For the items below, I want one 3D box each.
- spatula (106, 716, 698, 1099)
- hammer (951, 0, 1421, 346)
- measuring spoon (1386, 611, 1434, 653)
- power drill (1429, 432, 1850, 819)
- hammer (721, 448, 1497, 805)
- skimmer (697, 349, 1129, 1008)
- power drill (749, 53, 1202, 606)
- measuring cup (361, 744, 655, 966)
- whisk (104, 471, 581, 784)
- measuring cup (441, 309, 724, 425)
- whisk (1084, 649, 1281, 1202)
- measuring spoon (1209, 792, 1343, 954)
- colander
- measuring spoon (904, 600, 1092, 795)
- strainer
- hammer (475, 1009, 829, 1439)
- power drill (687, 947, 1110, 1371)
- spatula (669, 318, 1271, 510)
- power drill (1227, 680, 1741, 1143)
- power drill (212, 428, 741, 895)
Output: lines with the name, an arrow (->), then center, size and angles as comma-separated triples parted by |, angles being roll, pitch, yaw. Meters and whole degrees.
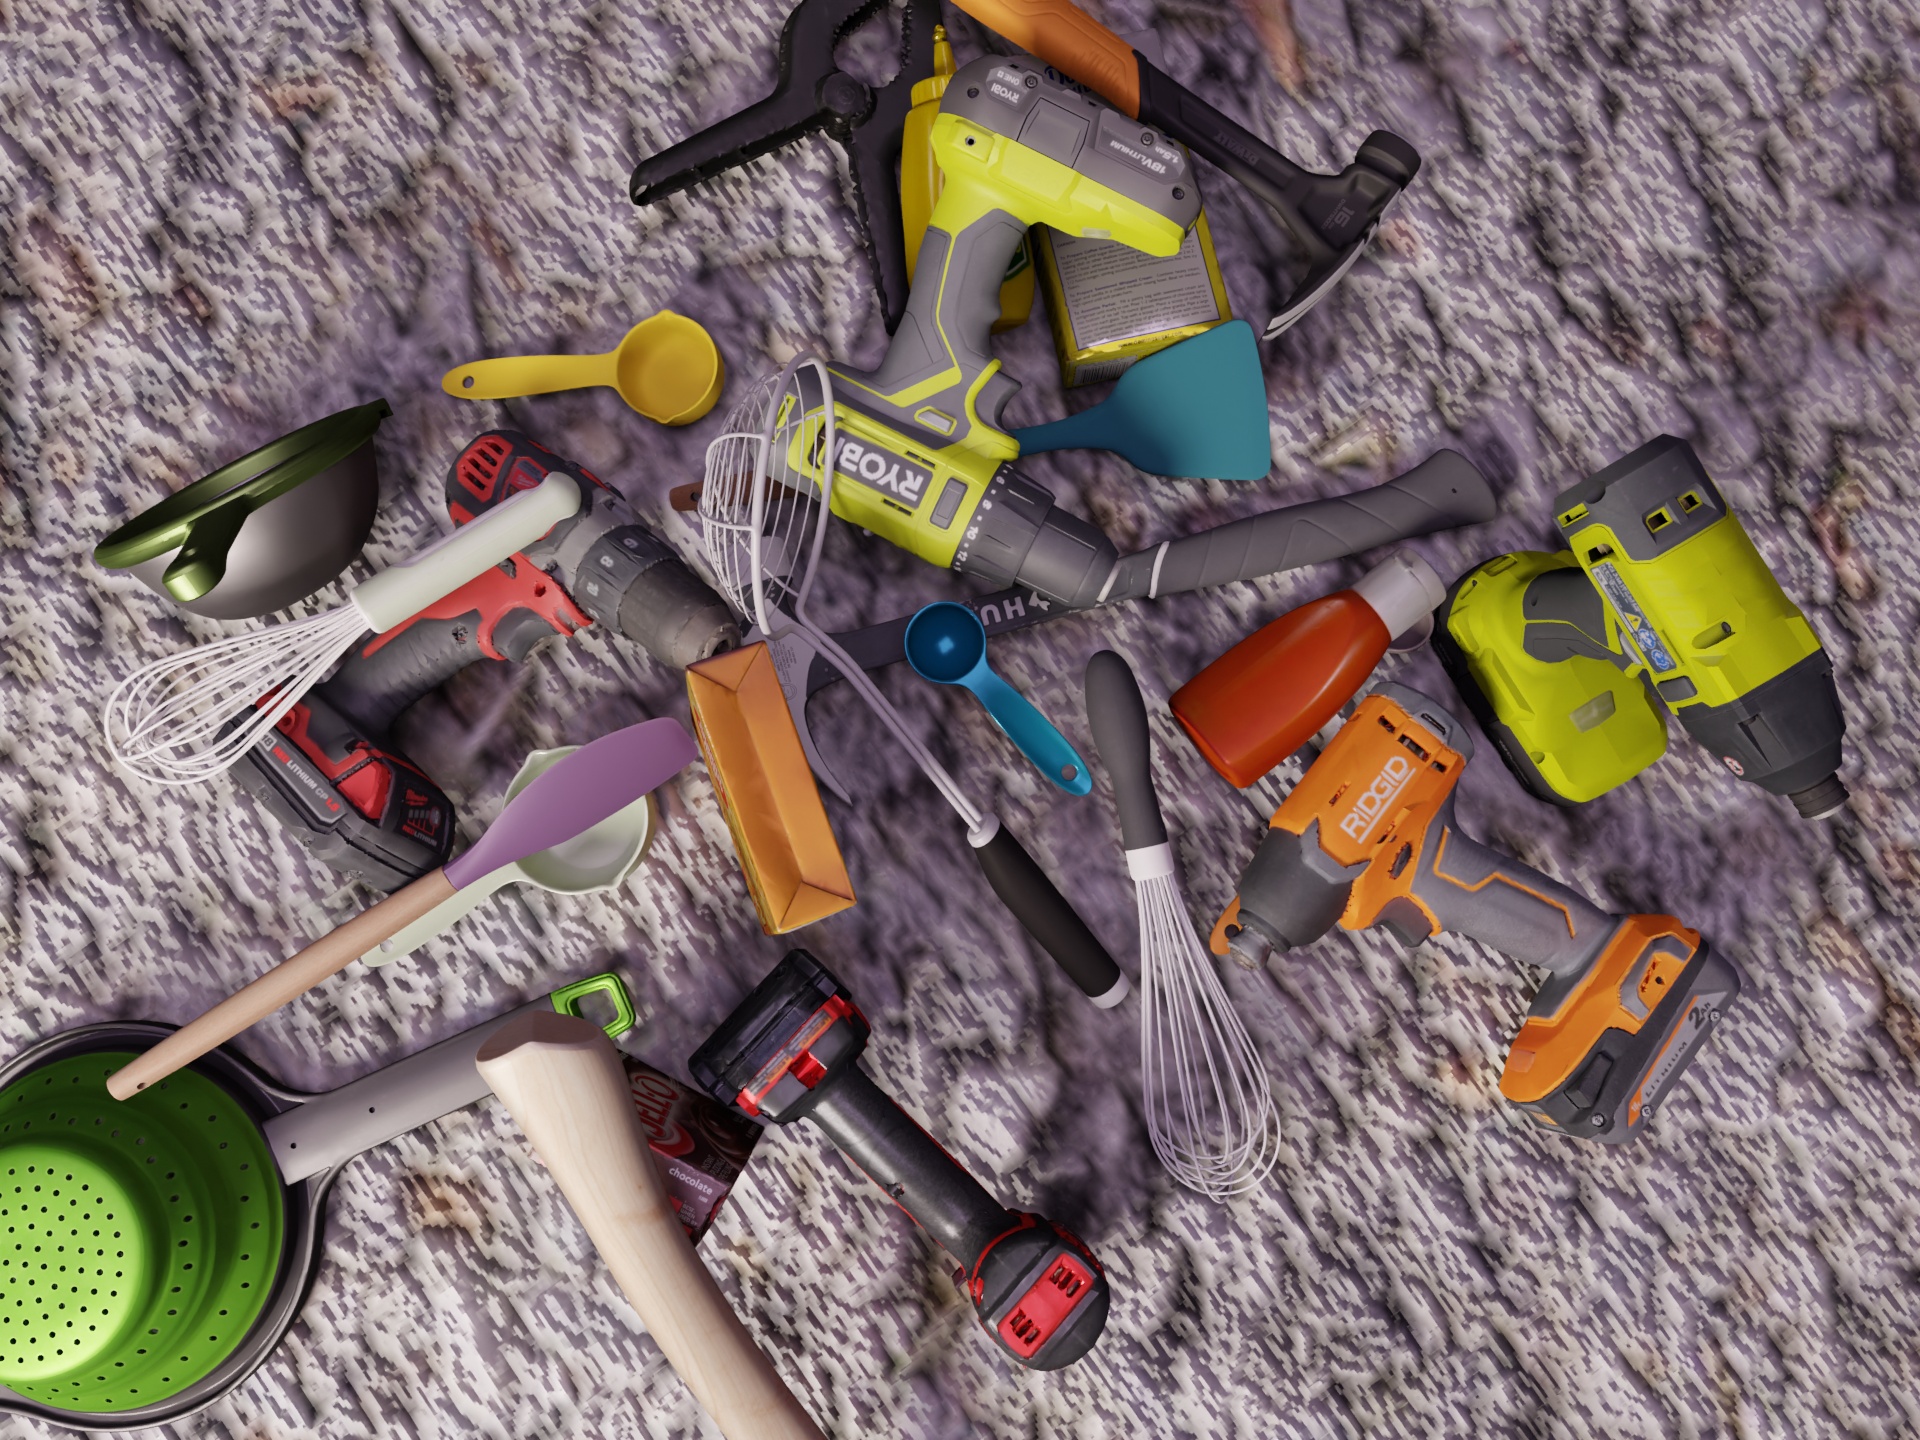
spatula -> -0.267, 0.089, 0.761 | 0.316, 0.059, 0.018 | -33, 58, -4
hammer -> 0.069, -0.338, 0.831 | 0.337, 0.034, 0.127 | 37, 81, 4
measuring spoon -> 0.200, -0.025, 0.857 | 0.124, 0.018, 0.034 | -34, 64, 2
power drill -> 0.316, -0.026, 0.753 | 0.080, 0.223, 0.171 | -30, 86, -4
hammer -> 0.088, -0.070, 0.847 | 0.409, 0.036, 0.149 | -15, 86, -3
skimmer -> -0.001, -0.002, 0.754 | 0.090, 0.127, 0.363 | -28, 113, 26
power drill -> 0.026, -0.182, 0.782 | 0.190, 0.080, 0.228 | 26, 100, 1
measuring cup -> -0.233, 0.077, 0.822 | 0.167, 0.038, 0.083 | -34, 83, -1
whisk -> -0.287, -0.048, 0.749 | 0.246, 0.058, 0.059 | -33, 109, -7
measuring cup -> -0.203, -0.184, 0.861 | 0.156, 0.029, 0.062 | -2, 84, 10
whisk -> 0.104, 0.103, 0.809 | 0.070, 0.070, 0.284 | -12, 87, -3
measuring spoon -> 0.173, 0.080, 0.844 | 0.021, 0.011, 0.117 | 43, 85, 3
colander -> -0.351, 0.219, 0.774 | 0.397, 0.094, 0.204 | -24, 85, -4
measuring spoon -> 0.021, -0.009, 0.818 | 0.042, 0.021, 0.128 | -45, 98, -5
strainer -> -0.330, -0.078, 0.751 | 0.151, 0.257, 0.069 | -29, 115, -6
hammer -> -0.108, 0.306, 0.719 | 0.146, 0.038, 0.410 | -28, 110, -4
power drill -> -0.022, 0.215, 0.767 | 0.220, 0.143, 0.078 | 42, 80, 9
spatula -> 0.000, -0.143, 0.841 | 0.317, 0.044, 0.082 | -10, 101, 2
power drill -> 0.253, 0.110, 0.803 | 0.226, 0.084, 0.164 | 40, 81, 3
power drill -> -0.233, -0.021, 0.789 | 0.188, 0.080, 0.227 | 36, 82, 25
